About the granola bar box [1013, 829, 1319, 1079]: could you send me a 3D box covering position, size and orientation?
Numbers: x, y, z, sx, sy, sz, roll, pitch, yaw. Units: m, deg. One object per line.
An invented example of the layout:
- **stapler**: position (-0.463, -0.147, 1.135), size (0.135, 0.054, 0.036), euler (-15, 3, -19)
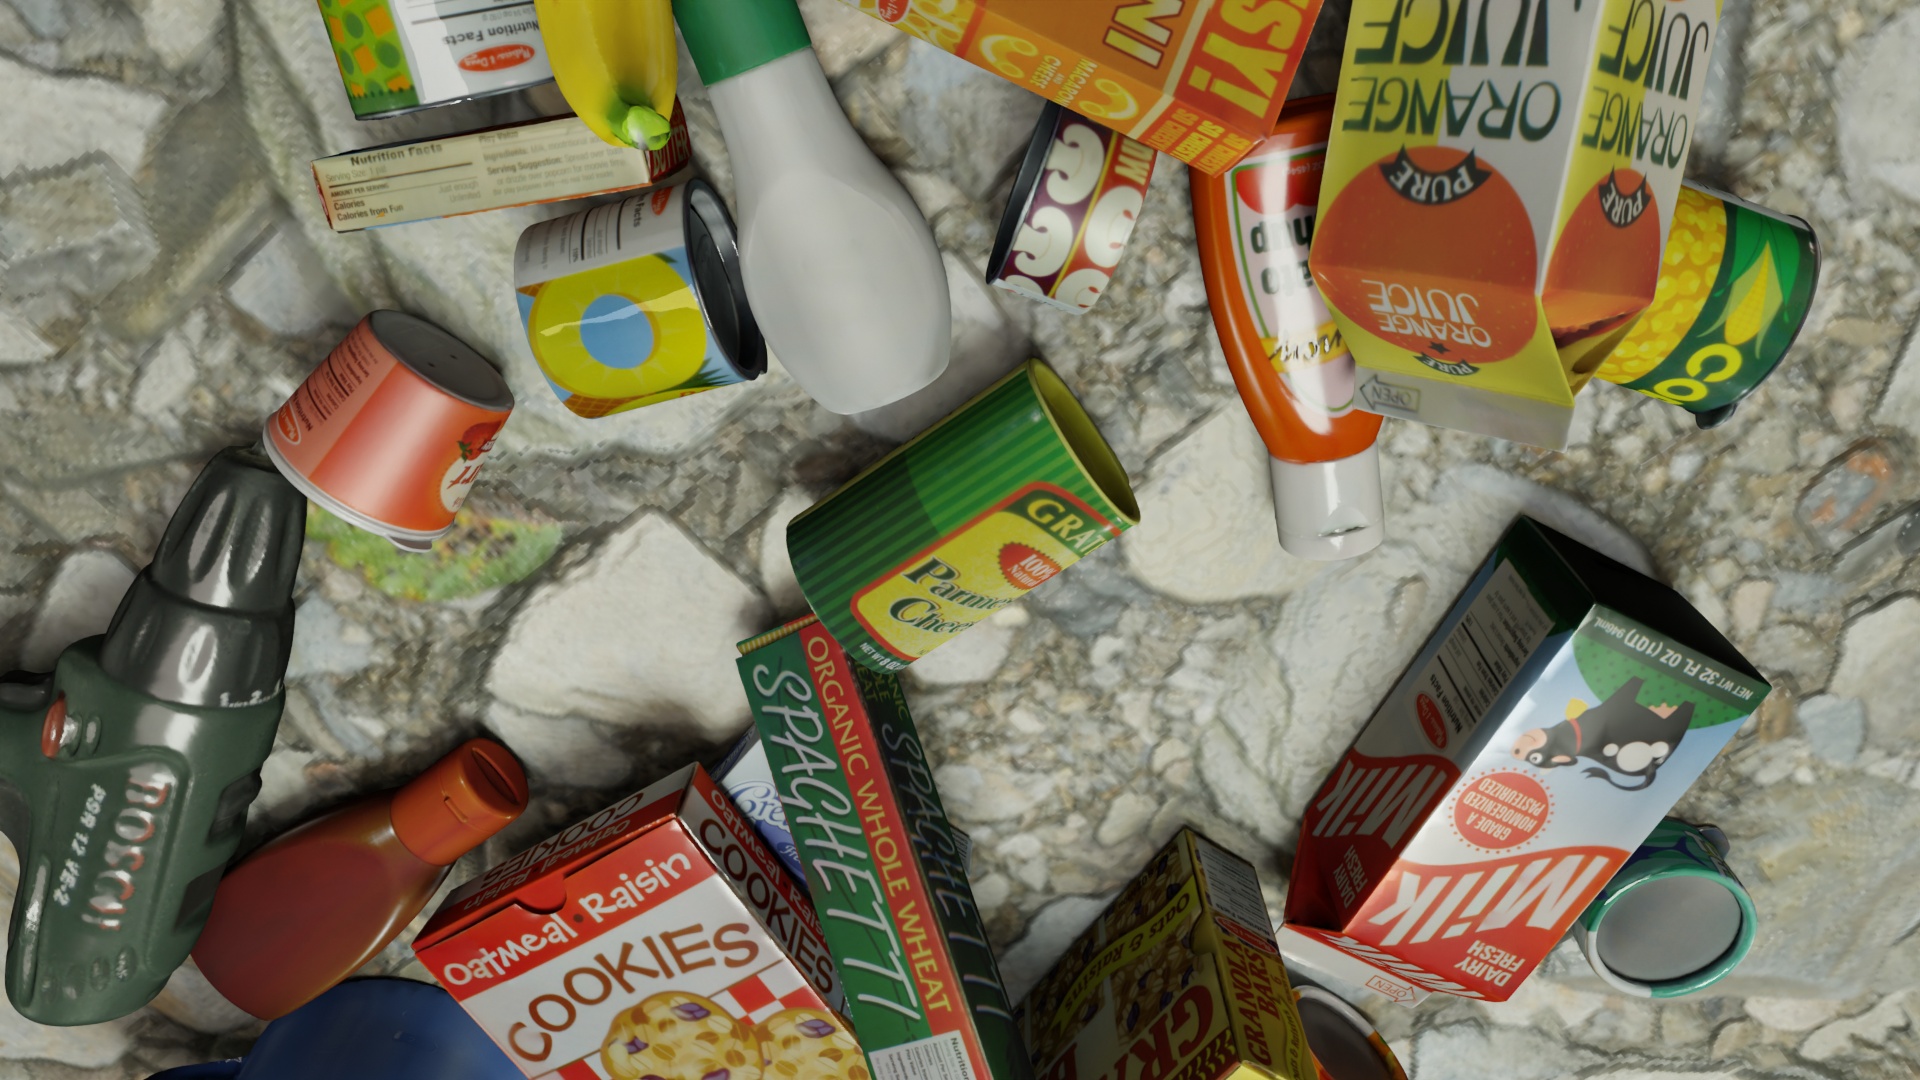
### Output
- **granola bar box**: position (0.058, 0.210, 0.535), size (0.039, 0.125, 0.165), euler (32, 111, -14)

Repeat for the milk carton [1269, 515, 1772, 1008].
- **milk carton**: position (0.190, 0.095, 0.508), size (0.072, 0.074, 0.189), euler (25, 113, -9)

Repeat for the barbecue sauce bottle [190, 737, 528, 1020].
- **barbecue sauce bottle**: position (-0.239, 0.131, 0.555), size (0.148, 0.044, 0.065), euler (-34, 98, 15)

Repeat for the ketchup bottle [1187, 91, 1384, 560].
- **ketchup bottle**: position (0.115, -0.067, 0.456), size (0.065, 0.044, 0.148), euler (-12, 114, 1)

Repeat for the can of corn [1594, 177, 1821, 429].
- **can of corn**: position (0.218, -0.077, 0.434), size (0.058, 0.071, 0.071), euler (18, 113, -5)

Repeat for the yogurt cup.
- **yogurt cup**: position (-0.189, -0.041, 0.468), size (0.072, 0.072, 0.054), euler (37, 102, -13)

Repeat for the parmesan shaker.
- **parmesan shaker**: position (0.002, -0.006, 0.476), size (0.103, 0.071, 0.071), euler (-33, 109, 16)

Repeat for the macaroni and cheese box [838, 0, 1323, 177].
- **macaroni and cheese box**: position (0.025, -0.192, 0.380), size (0.166, 0.040, 0.124), euler (23, 85, -9)

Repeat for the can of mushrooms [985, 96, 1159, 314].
- **can of mushrooms**: position (0.035, -0.107, 0.428), size (0.033, 0.071, 0.070), euler (19, 113, -7)

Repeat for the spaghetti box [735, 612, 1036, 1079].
- **spaghetti box**: position (-0.017, 0.145, 0.491), size (0.050, 0.029, 0.250), euler (-25, 79, 28)

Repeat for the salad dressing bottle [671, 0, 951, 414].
- **salad dressing bottle**: position (-0.049, -0.115, 0.441), size (0.064, 0.044, 0.147), euler (-18, 110, 10)

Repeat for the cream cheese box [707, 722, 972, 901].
- **cream cheese box**: position (-0.051, 0.115, 0.552), size (0.104, 0.024, 0.053), euler (38, 108, -14)

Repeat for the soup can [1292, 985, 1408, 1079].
- **soup can**: position (0.135, 0.239, 0.574), size (0.071, 0.071, 0.083), euler (32, 111, -12)

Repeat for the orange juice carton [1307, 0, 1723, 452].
- **orange juice carton**: position (0.154, -0.124, 0.382), size (0.073, 0.072, 0.192), euler (-6, 109, -41)

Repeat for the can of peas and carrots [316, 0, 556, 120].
- **can of peas and carrots**: position (-0.157, -0.161, 0.413), size (0.071, 0.071, 0.058), euler (-9, 113, 6)

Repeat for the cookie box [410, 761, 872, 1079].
- **cookie box**: position (-0.108, 0.182, 0.540), size (0.123, 0.040, 0.167), euler (-29, 109, 13)

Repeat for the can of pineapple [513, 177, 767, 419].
- **can of pineapple**: position (-0.101, -0.075, 0.448), size (0.058, 0.071, 0.070), euler (-13, 113, 8)

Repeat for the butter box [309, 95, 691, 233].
- **butter box**: position (-0.141, -0.119, 0.437), size (0.103, 0.053, 0.024), euler (-8, 111, 5)

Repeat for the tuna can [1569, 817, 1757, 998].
- **tuna can**: position (0.277, 0.144, 0.549), size (0.071, 0.033, 0.070), euler (1, 114, 2)
